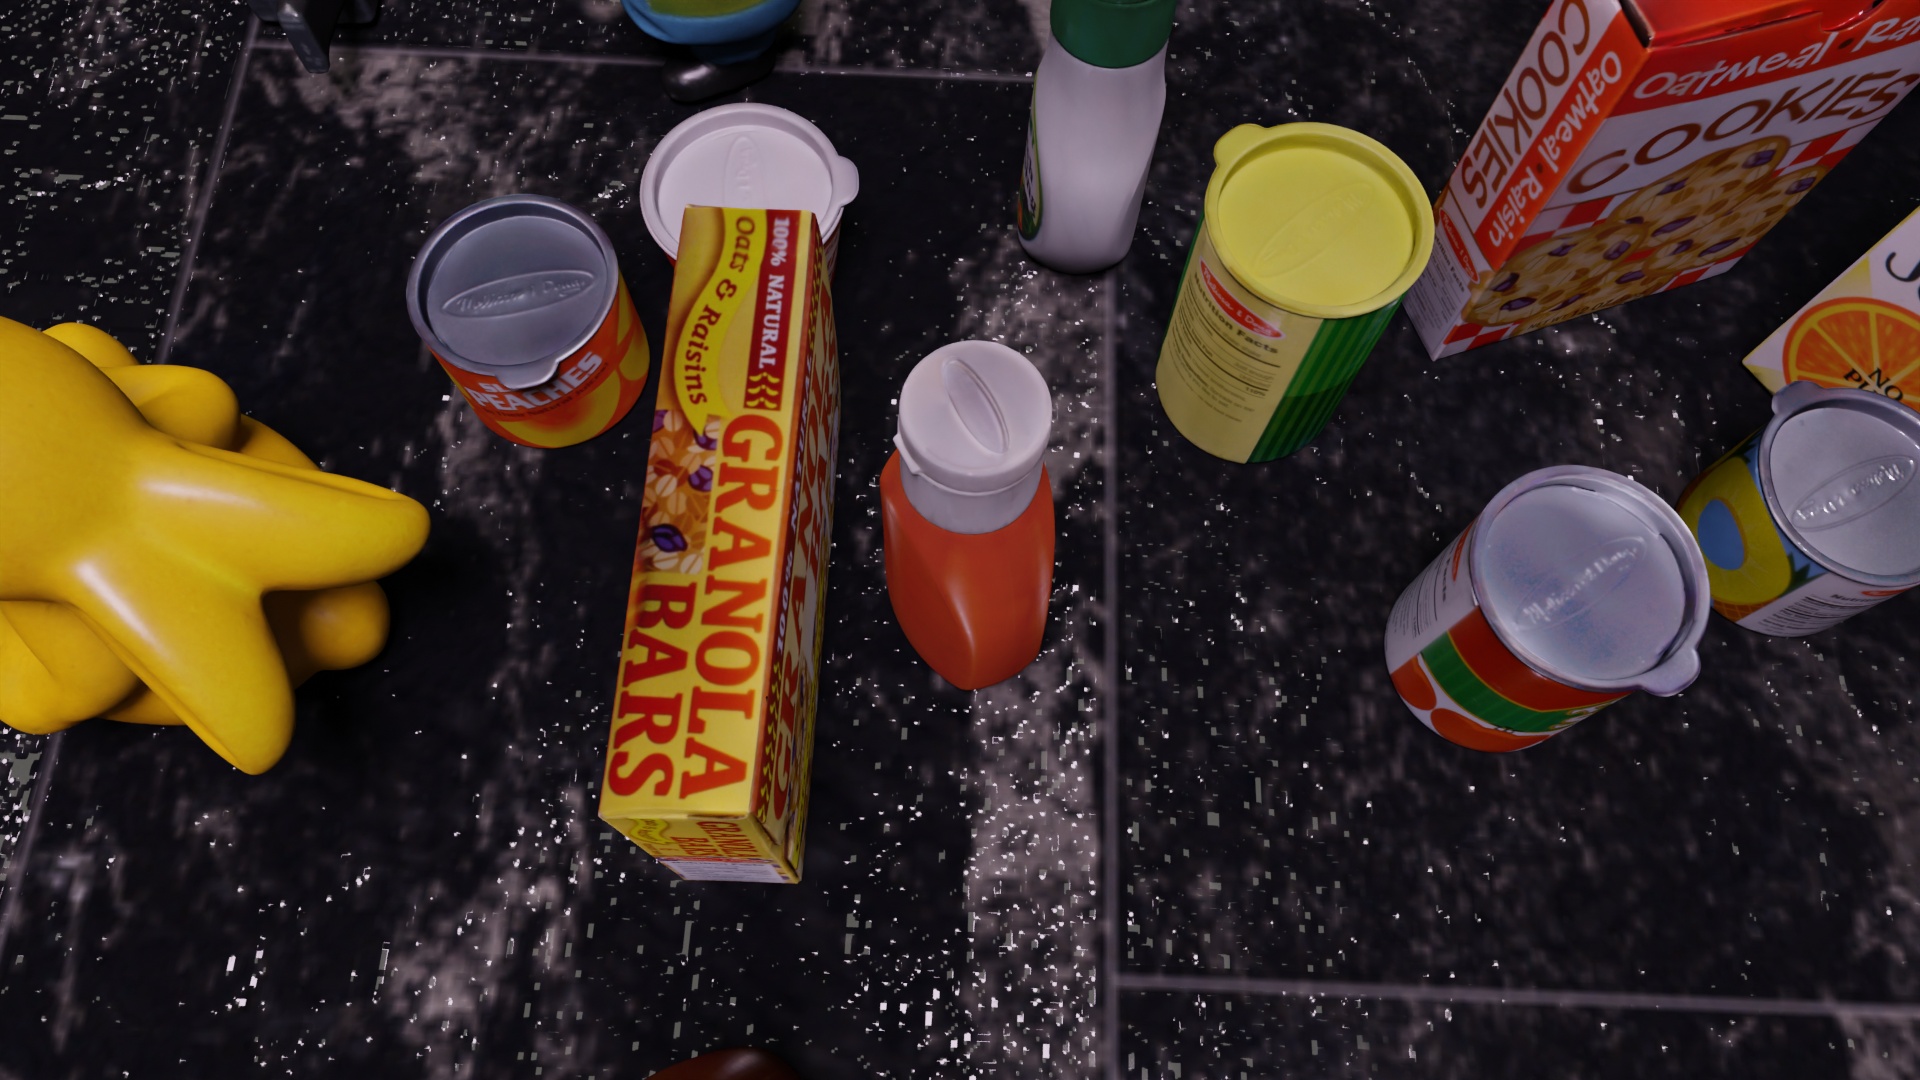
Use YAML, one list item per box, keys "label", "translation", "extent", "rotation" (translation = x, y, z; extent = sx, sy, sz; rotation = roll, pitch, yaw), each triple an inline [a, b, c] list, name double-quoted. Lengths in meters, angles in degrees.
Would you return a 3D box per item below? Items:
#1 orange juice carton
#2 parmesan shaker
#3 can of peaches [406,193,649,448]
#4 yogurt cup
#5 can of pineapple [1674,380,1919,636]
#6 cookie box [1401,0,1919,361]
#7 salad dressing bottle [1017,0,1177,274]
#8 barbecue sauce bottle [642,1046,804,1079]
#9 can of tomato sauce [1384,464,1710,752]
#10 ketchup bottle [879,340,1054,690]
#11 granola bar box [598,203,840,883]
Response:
- label: "orange juice carton"
  translation: [0.331, -0.087, 0.410]
  extent: [0.072, 0.192, 0.073]
  rotation: [-31, 73, -12]
- label: "parmesan shaker"
  translation: [0.101, -0.077, 0.448]
  extent: [0.071, 0.102, 0.071]
  rotation: [0, 69, -1]
- label: "can of peaches"
  translation: [-0.141, -0.069, 0.463]
  extent: [0.071, 0.058, 0.071]
  rotation: [0, 69, -1]
- label: "yogurt cup"
  translation: [-0.072, -0.108, 0.482]
  extent: [0.072, 0.053, 0.072]
  rotation: [0, 69, -1]
- label: "can of pineapple"
  translation: [0.276, -0.009, 0.450]
  extent: [0.071, 0.057, 0.071]
  rotation: [0, 69, -1]
- label: "cookie box"
  translation: [0.223, -0.126, 0.435]
  extent: [0.123, 0.167, 0.040]
  rotation: [-17, 71, -8]
- label: "salad dressing bottle"
  translation: [0.044, -0.143, 0.448]
  extent: [0.044, 0.147, 0.064]
  rotation: [6, 69, 1]
- label: "barbecue sauce bottle"
  translation: [-0.067, 0.152, 0.330]
  extent: [0.044, 0.148, 0.065]
  rotation: [40, 73, 13]
- label: "can of tomato sauce"
  translation: [0.174, 0.025, 0.421]
  extent: [0.071, 0.082, 0.071]
  rotation: [0, 69, -1]
- label: "ketchup bottle"
  translation: [0.001, -0.005, 0.393]
  extent: [0.043, 0.148, 0.065]
  rotation: [-26, 72, -10]
- label: "granola bar box"
  translation: [-0.061, 0.007, 0.400]
  extent: [0.039, 0.123, 0.166]
  rotation: [3, 69, 0]
